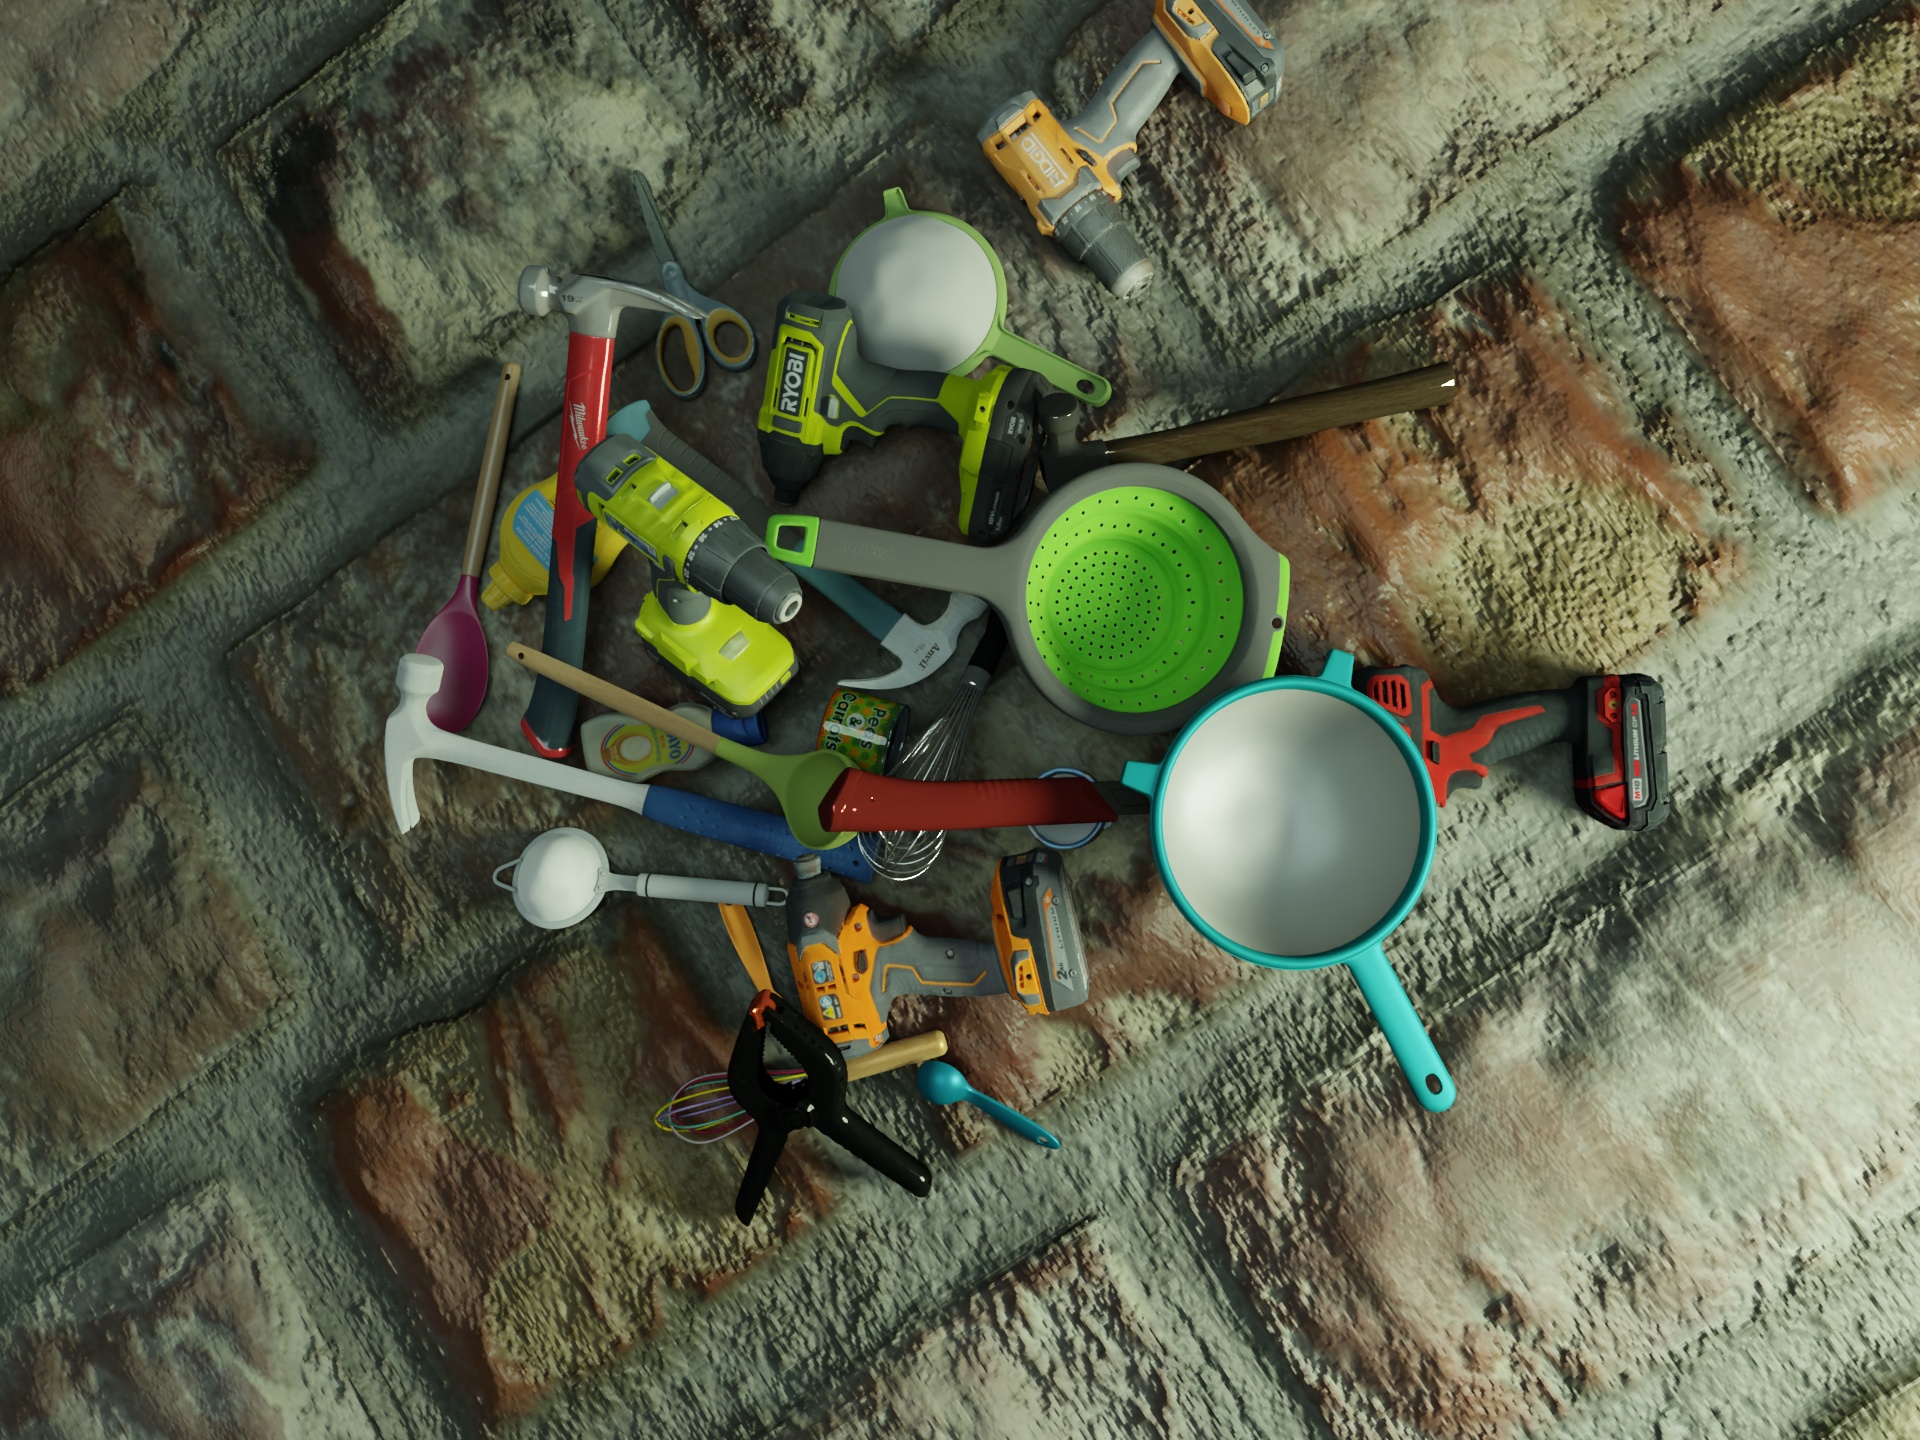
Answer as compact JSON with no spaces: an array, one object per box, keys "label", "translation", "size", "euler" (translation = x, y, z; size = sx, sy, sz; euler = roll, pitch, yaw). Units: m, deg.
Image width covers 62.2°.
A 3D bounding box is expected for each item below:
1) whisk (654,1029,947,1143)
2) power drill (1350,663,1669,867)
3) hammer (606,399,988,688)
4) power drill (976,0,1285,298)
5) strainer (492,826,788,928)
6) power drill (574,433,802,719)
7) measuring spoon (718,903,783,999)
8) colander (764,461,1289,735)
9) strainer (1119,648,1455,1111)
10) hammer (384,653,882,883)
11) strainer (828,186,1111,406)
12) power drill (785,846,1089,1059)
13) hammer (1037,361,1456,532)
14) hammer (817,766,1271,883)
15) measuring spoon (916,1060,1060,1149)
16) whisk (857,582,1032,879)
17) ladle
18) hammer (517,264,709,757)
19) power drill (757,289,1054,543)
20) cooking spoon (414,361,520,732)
[{"label":"whisk","translation":[-0.129,0.292,1.286],"size":[0.245,0.051,0.047],"euler":[-16,109,2]},{"label":"power drill","translation":[0.409,0.049,1.210],"size":[0.227,0.080,0.188],"euler":[-1,87,10]},{"label":"hammer","translation":[-0.145,-0.145,1.278],"size":[0.331,0.033,0.128],"euler":[38,92,-5]},{"label":"power drill","translation":[0.151,-0.465,1.266],"size":[0.226,0.084,0.185],"euler":[-37,84,8]},{"label":"strainer","translation":[-0.267,0.132,1.306],"size":[0.258,0.050,0.087],"euler":[4,71,6]},{"label":"power drill","translation":[-0.188,-0.095,1.199],"size":[0.191,0.228,0.080],"euler":[37,70,17]},{"label":"measuring spoon","translation":[-0.173,0.188,1.309],"size":[0.021,0.011,0.117],"euler":[-25,81,4]},{"label":"colander","translation":[0.047,-0.104,1.216],"size":[0.397,0.094,0.204],"euler":[9,89,-10]},{"label":"strainer","translation":[0.265,0.131,1.180],"size":[0.211,0.095,0.340],"euler":[-28,91,-7]},{"label":"hammer","translation":[-0.265,0.066,1.282],"size":[0.405,0.035,0.144],"euler":[15,105,-1]},{"label":"strainer","translation":[0.006,-0.323,1.280],"size":[0.256,0.069,0.151],"euler":[29,91,9]},{"label":"power drill","translation":[-0.025,0.167,1.244],"size":[0.226,0.084,0.164],"euler":[-12,99,9]},{"label":"hammer","translation":[0.224,-0.226,1.240],"size":[0.331,0.129,0.031],"euler":[-13,48,-4]},{"label":"hammer","translation":[0.071,0.070,1.188],"size":[0.359,0.037,0.149],"euler":[-1,85,-22]},{"label":"measuring spoon","translation":[0.020,0.313,1.263],"size":[0.128,0.021,0.042],"euler":[29,134,3]},{"label":"whisk","translation":[-0.001,-0.003,1.239],"size":[0.070,0.070,0.285],"euler":[23,68,8]},{"label":"ladle","translation":[-0.217,0.010,1.245],"size":[0.320,0.062,0.078],"euler":[25,99,4]},{"label":"hammer","translation":[-0.290,-0.151,1.257],"size":[0.143,0.038,0.386],"euler":[12,108,7]},{"label":"power drill","translation":[-0.050,-0.230,1.266],"size":[0.223,0.080,0.171],"euler":[18,119,9]},{"label":"cooking spoon","translation":[-0.411,-0.148,1.350],"size":[0.069,0.017,0.319],"euler":[11,89,7]}]
